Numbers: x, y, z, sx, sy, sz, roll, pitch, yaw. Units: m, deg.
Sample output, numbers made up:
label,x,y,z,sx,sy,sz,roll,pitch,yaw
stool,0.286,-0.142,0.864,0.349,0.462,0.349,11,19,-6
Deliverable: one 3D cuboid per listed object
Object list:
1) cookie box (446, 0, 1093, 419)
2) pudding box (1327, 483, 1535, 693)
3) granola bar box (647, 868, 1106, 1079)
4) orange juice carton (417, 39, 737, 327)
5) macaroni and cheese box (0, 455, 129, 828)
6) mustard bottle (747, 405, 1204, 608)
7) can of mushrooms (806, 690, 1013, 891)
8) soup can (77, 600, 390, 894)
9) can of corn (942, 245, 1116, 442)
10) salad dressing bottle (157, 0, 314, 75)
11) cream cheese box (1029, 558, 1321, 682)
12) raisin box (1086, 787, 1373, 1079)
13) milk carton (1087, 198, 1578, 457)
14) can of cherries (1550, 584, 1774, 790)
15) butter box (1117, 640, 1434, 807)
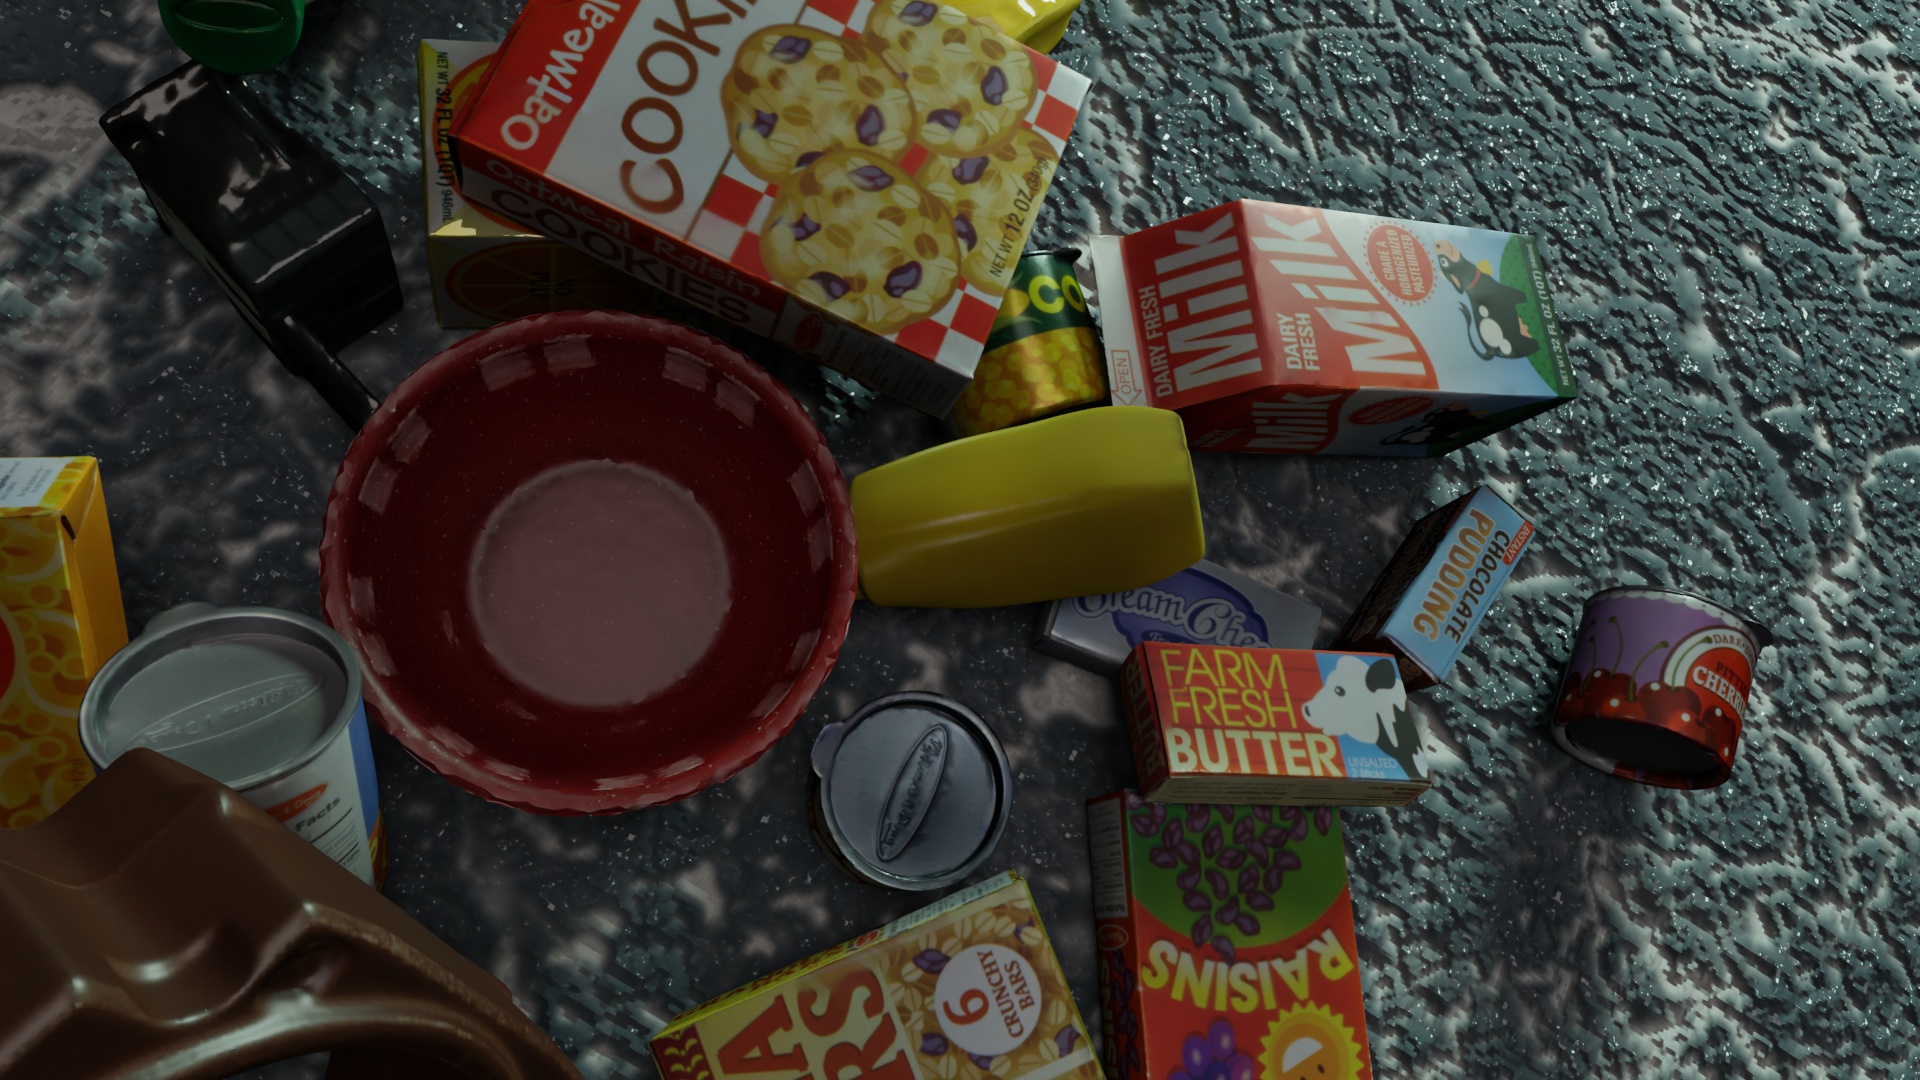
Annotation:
label,x,y,z,sx,sy,sz,roll,pitch,yaw
cookie box,-0.055,-0.131,0.444,0.167,0.040,0.123,25,69,-9
pudding box,0.184,0.022,0.544,0.030,0.049,0.084,41,68,0
granola bar box,-0.006,0.203,0.424,0.124,0.039,0.165,-22,81,-4
orange juice carton,-0.088,-0.122,0.494,0.193,0.072,0.072,-3,75,-18
macaroni and cheese box,-0.314,0.042,0.361,0.167,0.040,0.123,-2,116,-17
mustard bottle,0.002,-0.006,0.483,0.160,0.065,0.049,-9,53,7
can of mushrooms,-0.020,0.085,0.474,0.071,0.033,0.071,4,74,-15
soup can,-0.200,0.069,0.390,0.071,0.083,0.072,7,41,-6
can of corn,0.022,-0.067,0.512,0.071,0.071,0.058,-16,81,-20
salad dressing bottle,-0.228,-0.190,0.445,0.064,0.043,0.148,-3,36,-20
cream cheese box,0.082,0.033,0.524,0.104,0.024,0.053,22,69,-9
raisin box,0.093,0.150,0.485,0.086,0.040,0.123,2,72,-17
milk carton,0.134,-0.077,0.529,0.191,0.073,0.072,0,74,-27
can of cherries,0.276,0.059,0.548,0.071,0.071,0.058,29,69,-7
butter box,0.110,0.065,0.488,0.103,0.024,0.053,4,54,-15
